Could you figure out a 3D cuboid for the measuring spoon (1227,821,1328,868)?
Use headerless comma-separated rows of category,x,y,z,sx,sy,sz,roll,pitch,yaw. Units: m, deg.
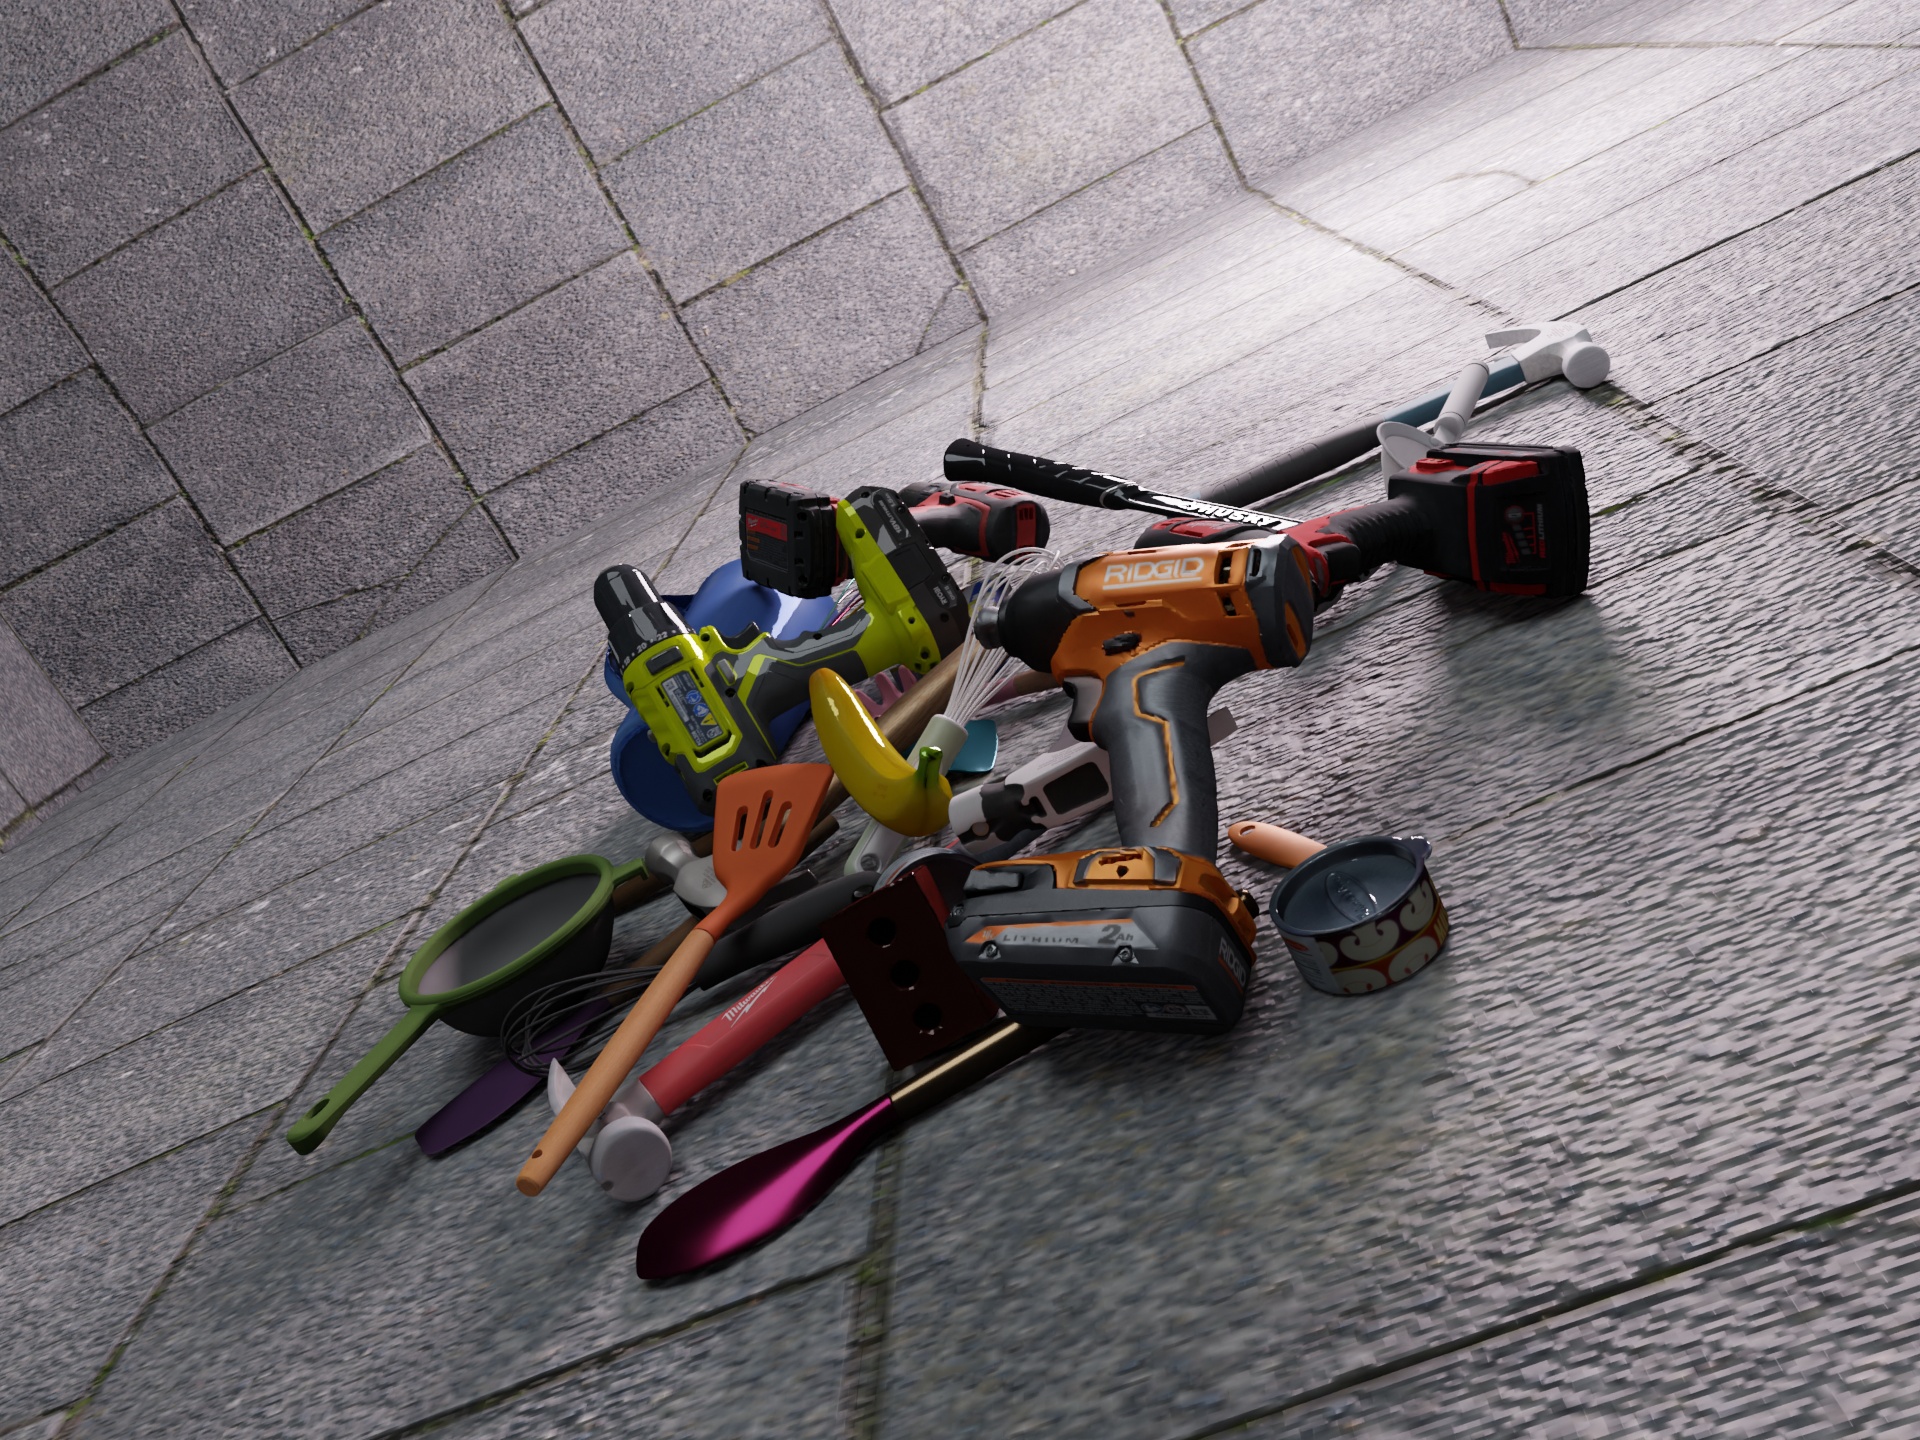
measuring spoon,0.159,0.059,0.744,0.021,0.011,0.117,-34,20,-16

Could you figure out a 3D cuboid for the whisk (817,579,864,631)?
whisk,-0.105,-0.062,1.217,0.047,0.051,0.245,-24,11,37

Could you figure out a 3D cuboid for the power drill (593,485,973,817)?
power drill,-0.126,-0.065,1.097,0.228,0.191,0.080,-30,-16,-10

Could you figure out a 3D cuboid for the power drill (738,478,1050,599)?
power drill,-0.065,-0.159,1.286,0.226,0.080,0.188,-9,19,-31

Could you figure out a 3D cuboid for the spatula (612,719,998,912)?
spatula,-0.122,0.072,1.083,0.317,0.044,0.082,-29,20,14

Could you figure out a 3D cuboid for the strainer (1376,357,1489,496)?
strainer,0.318,-0.186,1.040,0.258,0.087,0.050,-51,-4,-48

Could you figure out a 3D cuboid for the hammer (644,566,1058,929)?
hammer,-0.046,0.012,1.020,0.331,0.031,0.130,-42,39,-17

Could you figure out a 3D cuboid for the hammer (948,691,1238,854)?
hammer,0.089,-0.031,0.922,0.146,0.035,0.335,-25,15,19

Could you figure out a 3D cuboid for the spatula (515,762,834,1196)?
spatula,-0.152,0.124,0.849,0.081,0.041,0.323,-7,27,23

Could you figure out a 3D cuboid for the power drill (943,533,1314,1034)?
power drill,0.065,0.019,0.714,0.164,0.084,0.227,-3,57,27

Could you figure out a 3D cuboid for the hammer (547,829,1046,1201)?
hammer,-0.048,0.108,0.868,0.386,0.038,0.143,-35,19,-18

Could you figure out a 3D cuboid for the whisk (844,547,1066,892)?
whisk,-0.002,-0.003,0.967,0.246,0.058,0.059,-59,5,-14

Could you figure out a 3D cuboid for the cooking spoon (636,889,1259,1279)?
cooking spoon,-0.007,0.159,0.711,0.319,0.017,0.069,-29,18,-1

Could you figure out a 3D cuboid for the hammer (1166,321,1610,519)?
hammer,0.307,-0.215,1.195,0.331,0.033,0.128,-23,21,16

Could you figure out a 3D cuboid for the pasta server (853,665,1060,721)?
pasta server,0.059,-0.036,1.080,0.316,0.040,0.060,-15,32,30

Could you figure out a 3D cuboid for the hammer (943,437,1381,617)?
hammer,0.133,-0.160,1.133,0.149,0.036,0.409,-34,36,-30

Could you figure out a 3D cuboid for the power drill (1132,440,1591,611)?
power drill,0.214,-0.090,0.843,0.219,0.078,0.143,-13,15,-16

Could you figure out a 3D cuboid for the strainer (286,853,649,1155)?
strainer,-0.296,0.183,0.970,0.151,0.069,0.256,-10,28,38

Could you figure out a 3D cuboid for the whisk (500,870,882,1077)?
whisk,-0.151,0.141,0.911,0.239,0.055,0.055,-25,19,-4

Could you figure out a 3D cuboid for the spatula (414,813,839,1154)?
spatula,-0.195,0.156,0.975,0.316,0.018,0.060,-39,24,-23
